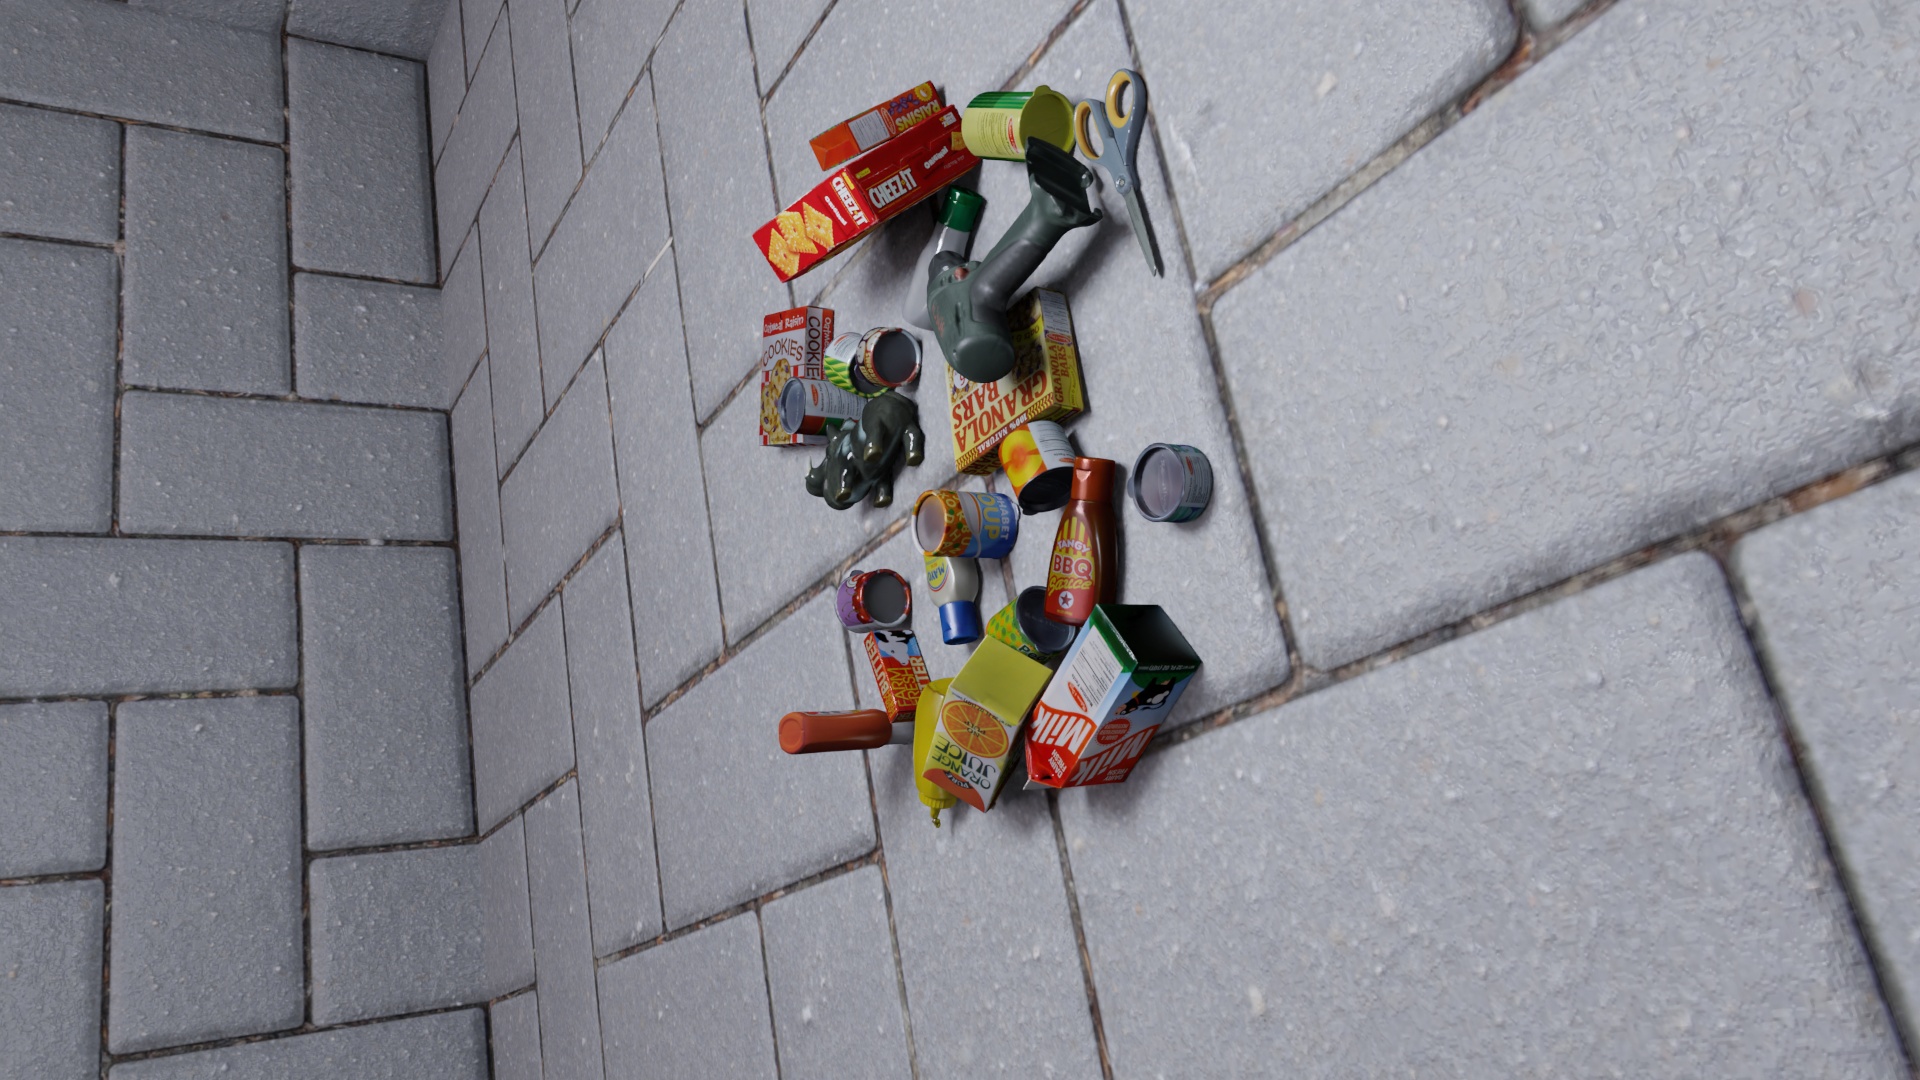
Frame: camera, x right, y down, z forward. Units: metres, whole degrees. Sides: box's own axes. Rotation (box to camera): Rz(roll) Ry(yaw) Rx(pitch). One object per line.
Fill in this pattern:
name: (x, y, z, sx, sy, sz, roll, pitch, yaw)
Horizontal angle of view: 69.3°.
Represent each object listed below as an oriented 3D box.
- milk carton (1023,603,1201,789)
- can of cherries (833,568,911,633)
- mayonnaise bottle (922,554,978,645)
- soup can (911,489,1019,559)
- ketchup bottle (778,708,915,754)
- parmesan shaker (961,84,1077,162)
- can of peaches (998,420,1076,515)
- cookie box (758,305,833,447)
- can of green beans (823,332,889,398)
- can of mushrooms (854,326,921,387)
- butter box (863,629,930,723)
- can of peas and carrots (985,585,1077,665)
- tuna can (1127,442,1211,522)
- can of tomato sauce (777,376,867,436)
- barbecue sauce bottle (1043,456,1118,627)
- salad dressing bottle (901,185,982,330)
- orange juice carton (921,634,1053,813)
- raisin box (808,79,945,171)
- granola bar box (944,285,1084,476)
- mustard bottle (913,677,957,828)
milk carton: (0.119, 0.147, 1.187, 0.074, 0.072, 0.189, 57, 132, 41)
can of cherries: (-0.096, 0.064, 1.519, 0.058, 0.071, 0.071, -15, 76, 55)
mayonnaise bottle: (-0.010, 0.031, 1.415, 0.064, 0.041, 0.148, -31, 62, 50)
soup can: (0.005, -0.017, 1.357, 0.071, 0.084, 0.071, -5, 84, 56)
ketchup bottle: (-0.113, 0.200, 1.463, 0.064, 0.149, 0.043, -19, 73, 54)
parmesan shaker: (0.054, -0.396, 1.318, 0.103, 0.071, 0.071, 27, 111, 55)
can of peaches: (0.073, -0.066, 1.272, 0.071, 0.071, 0.058, -53, 46, 41)
cookie box: (-0.206, -0.201, 1.723, 0.123, 0.040, 0.167, 2, 90, 56)
can of green beans: (-0.112, -0.196, 1.558, 0.058, 0.071, 0.071, 28, 111, 53)
can of mushrooms: (-0.079, -0.197, 1.506, 0.033, 0.071, 0.071, 10, 97, 55)
butter box: (-0.063, 0.143, 1.478, 0.024, 0.053, 0.104, -54, 46, 43)
can of peas and carrots: (0.064, 0.085, 1.276, 0.058, 0.071, 0.071, -43, 54, 48)
tuna can: (0.173, -0.047, 1.151, 0.071, 0.033, 0.071, -5, 84, 56)
can of tomato sauce: (-0.160, -0.153, 1.613, 0.071, 0.083, 0.071, -4, 85, 56)
barbecue sauce bottle: (0.111, 0.001, 1.230, 0.065, 0.044, 0.148, 11, 97, 41)
salad dressing bottle: (-0.018, -0.293, 1.444, 0.064, 0.044, 0.147, 54, 130, 52)
orange juice carton: (0.020, 0.183, 1.289, 0.072, 0.073, 0.191, 29, 138, 12)
raisin box: (-0.089, -0.444, 1.488, 0.086, 0.124, 0.040, -3, 118, 57)
granola bar box: (0.049, -0.149, 1.334, 0.165, 0.039, 0.124, -33, 58, 51)
mustard bottle: (-0.018, 0.218, 1.398, 0.049, 0.065, 0.159, 30, 117, 49)
